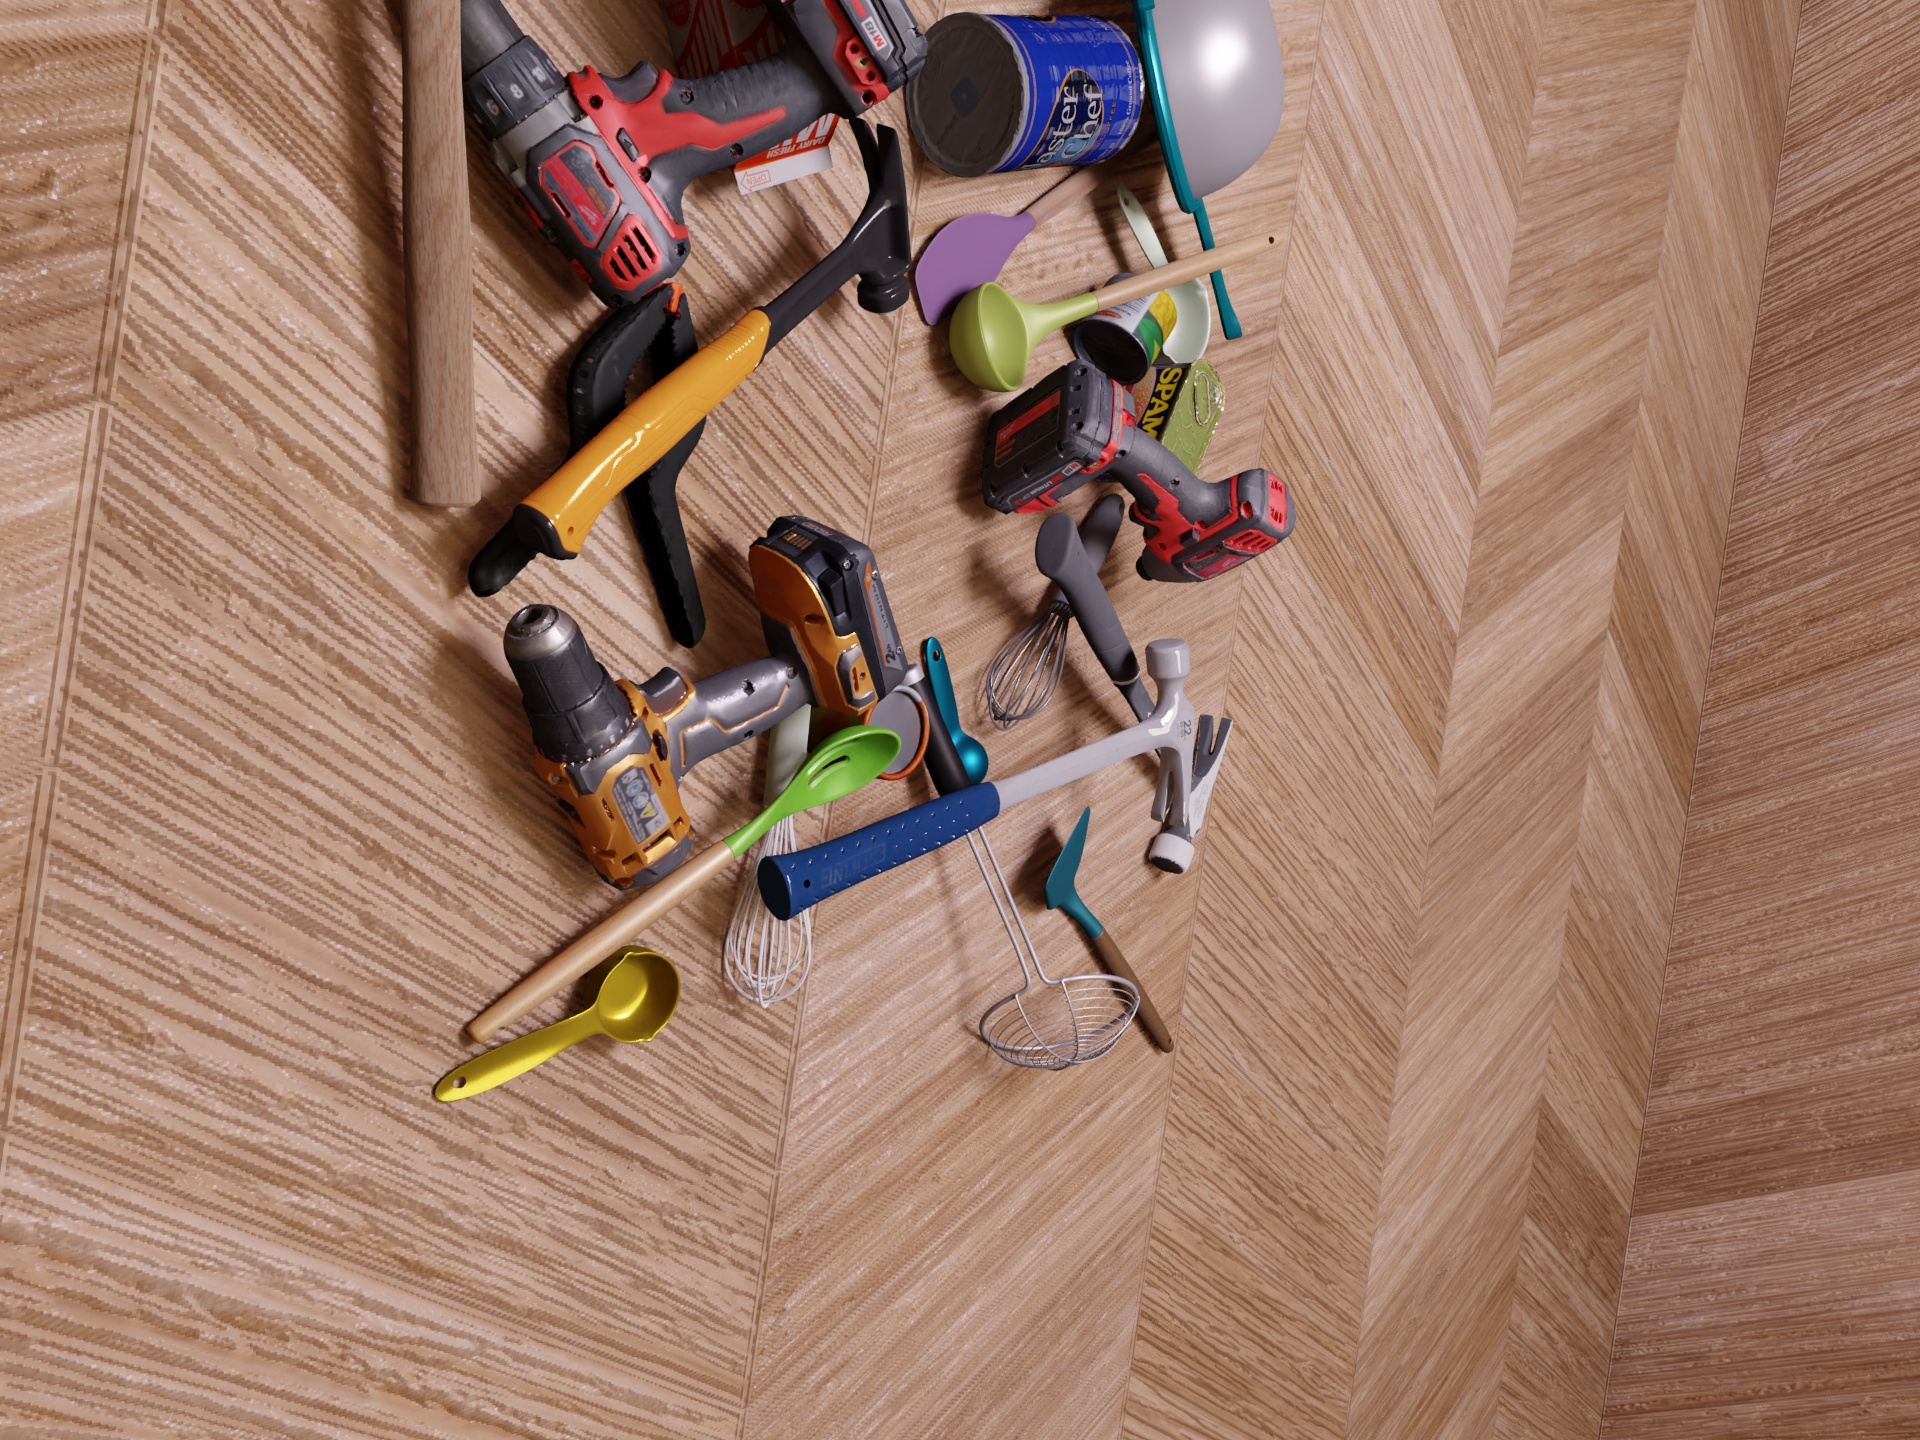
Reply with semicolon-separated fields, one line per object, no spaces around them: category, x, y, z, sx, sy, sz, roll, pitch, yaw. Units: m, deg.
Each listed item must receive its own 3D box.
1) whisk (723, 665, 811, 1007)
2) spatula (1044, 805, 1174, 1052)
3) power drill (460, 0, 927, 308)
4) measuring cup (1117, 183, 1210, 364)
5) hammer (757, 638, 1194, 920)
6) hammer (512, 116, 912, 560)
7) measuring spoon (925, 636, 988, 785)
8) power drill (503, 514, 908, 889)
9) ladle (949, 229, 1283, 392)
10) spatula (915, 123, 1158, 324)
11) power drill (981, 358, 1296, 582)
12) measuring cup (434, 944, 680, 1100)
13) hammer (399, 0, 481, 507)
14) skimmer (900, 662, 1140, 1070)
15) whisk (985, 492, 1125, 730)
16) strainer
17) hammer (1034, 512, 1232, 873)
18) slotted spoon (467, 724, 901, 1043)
whisk;-0.117;0.065;1.041;0.059;0.058;0.246;19;76;-84
spatula;0.132;0.197;1.350;0.082;0.044;0.317;-59;136;-29
power drill;-0.153;-0.353;0.837;0.226;0.080;0.187;-36;116;0
measuring cup;0.150;-0.359;1.286;0.083;0.038;0.167;-57;132;-26
hammer;0.031;0.058;1.118;0.405;0.035;0.144;-20;111;-40
hammer;-0.132;-0.210;0.903;0.337;0.034;0.127;-51;155;-32
measuring spoon;-0.002;-0.004;1.175;0.042;0.021;0.128;-39;126;-39
power drill;-0.149;-0.032;0.922;0.226;0.084;0.185;-39;134;-24
ladle;0.126;-0.319;1.182;0.320;0.062;0.078;-25;109;-24
spatula;0.064;-0.387;1.193;0.316;0.018;0.059;-44;133;-35
power drill;0.129;-0.169;1.190;0.219;0.143;0.079;23;59;-31
measuring cup;-0.239;0.180;0.935;0.156;0.029;0.062;-23;115;-33
hammer;-0.263;-0.271;0.787;0.130;0.031;0.331;0;107;-12
skimmer;0.029;0.115;1.204;0.090;0.127;0.363;-79;148;-71
whisk;0.078;-0.090;1.242;0.055;0.055;0.239;54;53;-40
strainer;0.213;-0.454;1.239;0.211;0.095;0.340;-83;156;-47
hammer;0.142;-0.030;1.284;0.149;0.036;0.408;-65;147;-23
slotted spoon;-0.162;0.092;0.960;0.314;0.031;0.070;-37;157;-25
